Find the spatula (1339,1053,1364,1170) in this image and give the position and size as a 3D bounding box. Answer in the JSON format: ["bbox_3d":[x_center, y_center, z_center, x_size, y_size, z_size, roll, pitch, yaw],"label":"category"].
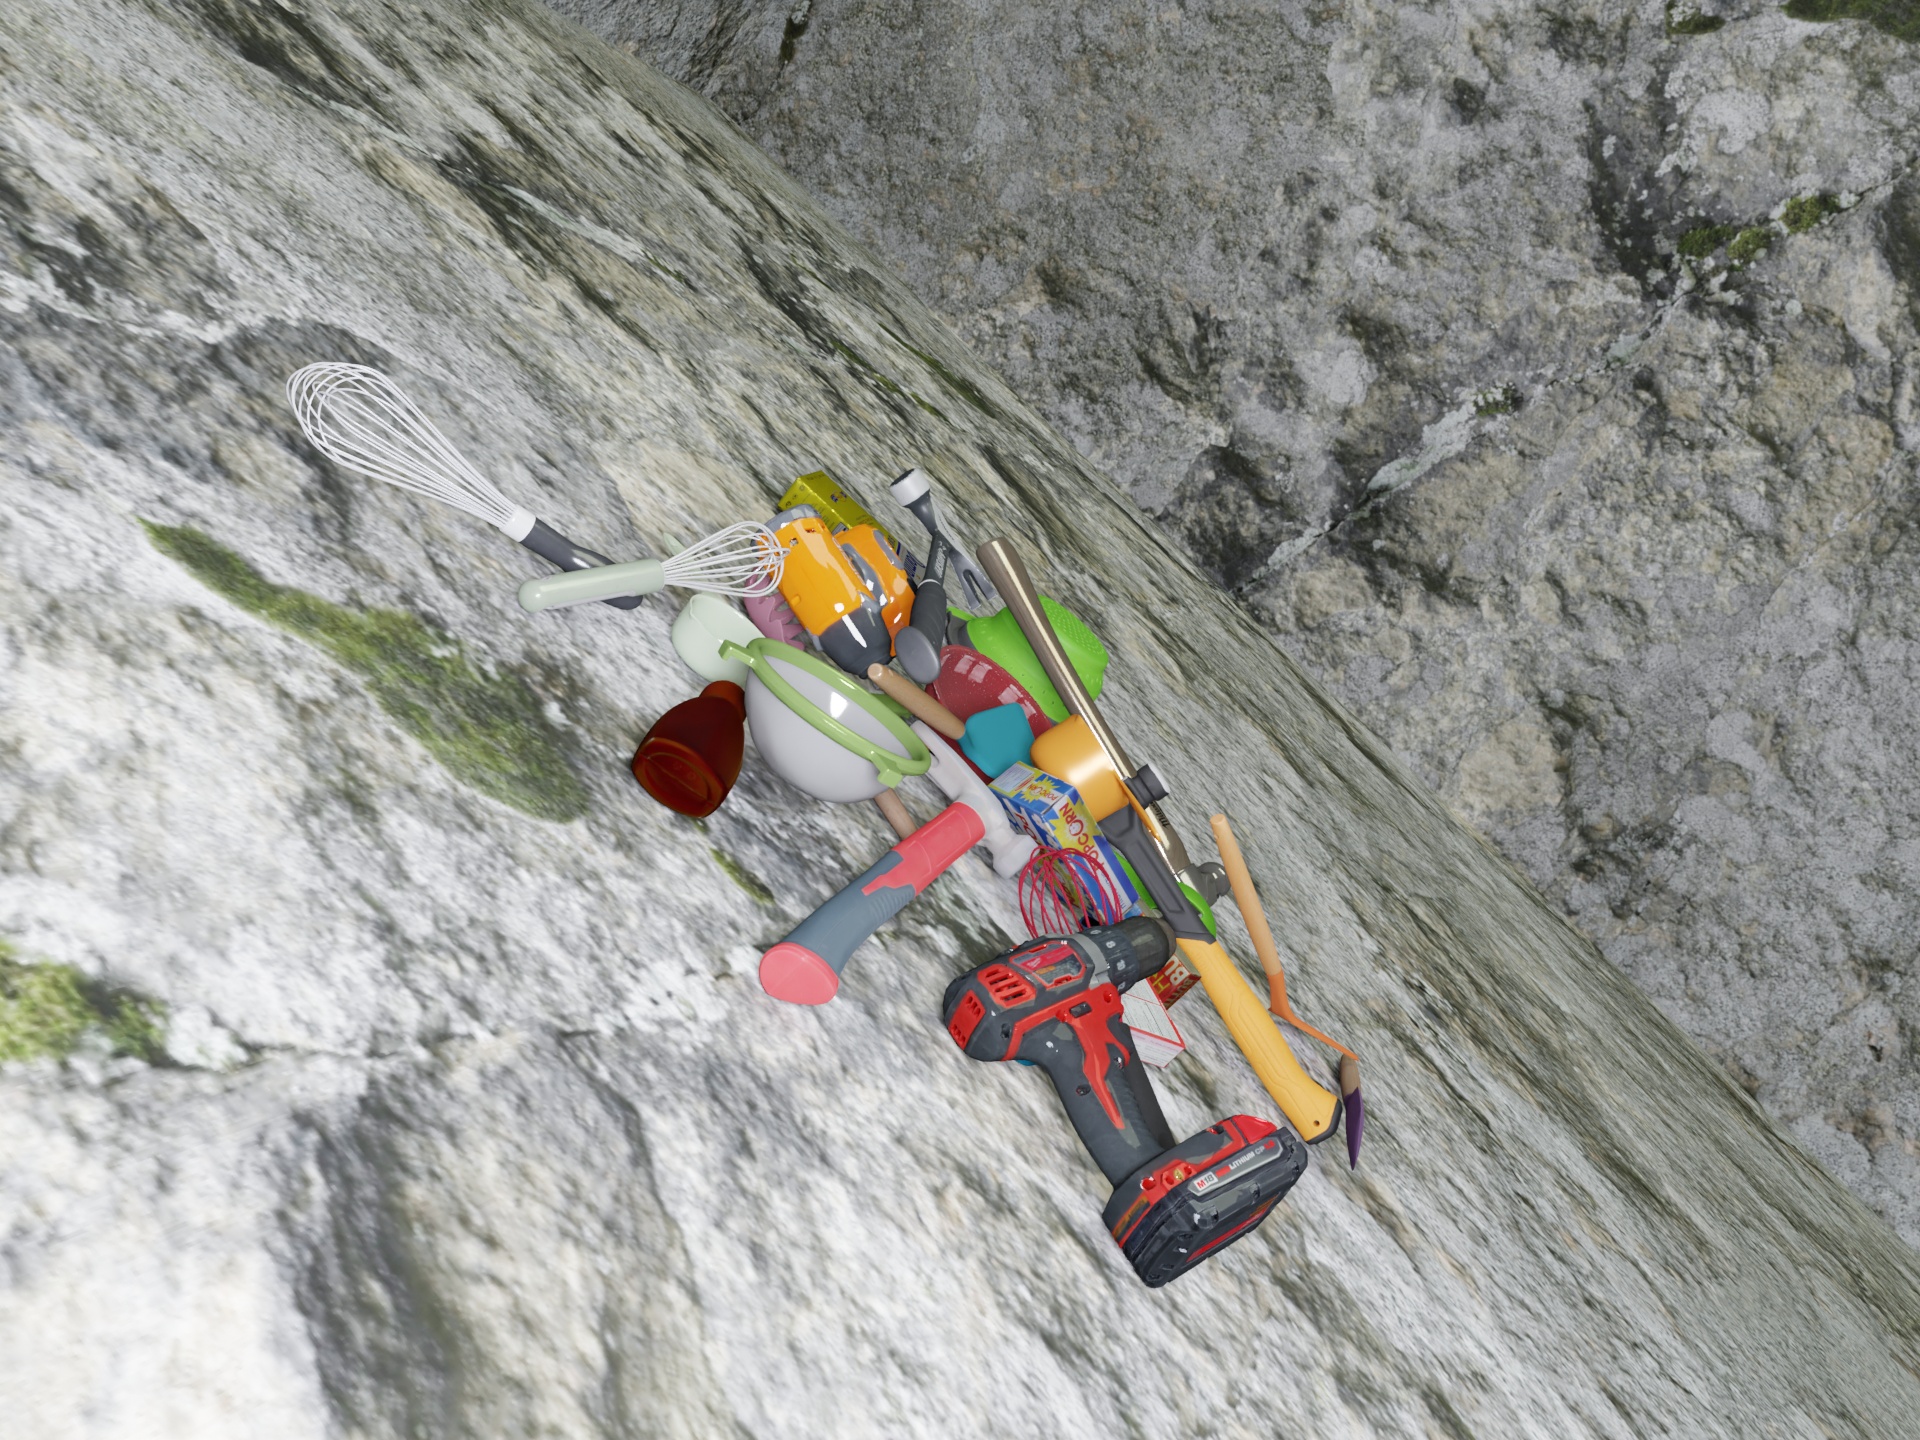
[{"bbox_3d":[0.333,0.321,1.353,0.018,0.060,0.316,6,1,12],"label":"spatula"}]

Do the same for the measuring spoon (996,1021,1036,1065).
[{"bbox_3d":[0.074,0.234,1.091,0.128,0.021,0.042,35,19,-22],"label":"measuring spoon"}]

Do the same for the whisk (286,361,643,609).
[{"bbox_3d":[-0.336,-0.155,1.108,0.284,0.070,0.070,36,18,-34],"label":"whisk"}]

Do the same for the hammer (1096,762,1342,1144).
[{"bbox_3d":[0.202,0.206,1.331,0.337,0.127,0.034,57,7,13],"label":"hammer"}]

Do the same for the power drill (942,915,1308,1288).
[{"bbox_3d":[0.118,0.226,1.026,0.188,0.080,0.227,-15,53,-38],"label":"power drill"}]

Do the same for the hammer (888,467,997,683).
[{"bbox_3d":[-0.023,-0.113,1.398,0.149,0.036,0.409,55,14,-16],"label":"hammer"}]

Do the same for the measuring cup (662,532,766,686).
[{"bbox_3d":[-0.206,-0.086,1.236,0.083,0.038,0.168,20,25,-48],"label":"measuring cup"}]

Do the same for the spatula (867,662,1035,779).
[{"bbox_3d":[-0.002,-0.004,1.235,0.317,0.044,0.082,35,36,-68],"label":"spatula"}]

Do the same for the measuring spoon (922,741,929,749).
[{"bbox_3d":[-0.059,0.018,1.344,0.021,0.011,0.116,55,18,22],"label":"measuring spoon"}]

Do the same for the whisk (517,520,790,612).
[{"bbox_3d":[-0.217,-0.106,1.162,0.246,0.058,0.059,-18,100,-48],"label":"whisk"}]

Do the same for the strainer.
[{"bbox_3d":[-0.087,0.010,1.147,0.151,0.069,0.256,37,9,9],"label":"strainer"}]

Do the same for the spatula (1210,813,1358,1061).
[{"bbox_3d":[0.270,0.193,1.373,0.081,0.041,0.322,26,-31,48],"label":"spatula"}]

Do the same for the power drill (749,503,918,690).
[{"bbox_3d":[-0.089,-0.098,1.367,0.164,0.084,0.226,56,10,4],"label":"power drill"}]

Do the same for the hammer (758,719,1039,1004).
[{"bbox_3d":[-0.052,0.095,1.090,0.143,0.038,0.386,48,21,4],"label":"hammer"}]

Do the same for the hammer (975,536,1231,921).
[{"bbox_3d":[0.123,0.006,1.521,0.411,0.038,0.146,60,27,7],"label":"hammer"}]

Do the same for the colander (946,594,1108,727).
[{"bbox_3d":[0.125,-0.015,1.655,0.204,0.094,0.398,22,26,-46],"label":"colander"}]

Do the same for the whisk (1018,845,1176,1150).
[{"bbox_3d":[0.104,0.204,1.127,0.073,0.073,0.296,26,33,-39],"label":"whisk"}]

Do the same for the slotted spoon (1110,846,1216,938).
[{"bbox_3d":[0.108,0.102,1.438,0.314,0.070,0.031,42,-24,17],"label":"slotted spoon"}]

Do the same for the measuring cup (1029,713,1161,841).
[{"bbox_3d":[0.107,0.063,1.277,0.095,0.052,0.174,62,-3,-31],"label":"measuring cup"}]

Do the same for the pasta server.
[{"bbox_3d":[-0.101,-0.013,1.280,0.317,0.040,0.060,54,4,31],"label":"pasta server"}]
